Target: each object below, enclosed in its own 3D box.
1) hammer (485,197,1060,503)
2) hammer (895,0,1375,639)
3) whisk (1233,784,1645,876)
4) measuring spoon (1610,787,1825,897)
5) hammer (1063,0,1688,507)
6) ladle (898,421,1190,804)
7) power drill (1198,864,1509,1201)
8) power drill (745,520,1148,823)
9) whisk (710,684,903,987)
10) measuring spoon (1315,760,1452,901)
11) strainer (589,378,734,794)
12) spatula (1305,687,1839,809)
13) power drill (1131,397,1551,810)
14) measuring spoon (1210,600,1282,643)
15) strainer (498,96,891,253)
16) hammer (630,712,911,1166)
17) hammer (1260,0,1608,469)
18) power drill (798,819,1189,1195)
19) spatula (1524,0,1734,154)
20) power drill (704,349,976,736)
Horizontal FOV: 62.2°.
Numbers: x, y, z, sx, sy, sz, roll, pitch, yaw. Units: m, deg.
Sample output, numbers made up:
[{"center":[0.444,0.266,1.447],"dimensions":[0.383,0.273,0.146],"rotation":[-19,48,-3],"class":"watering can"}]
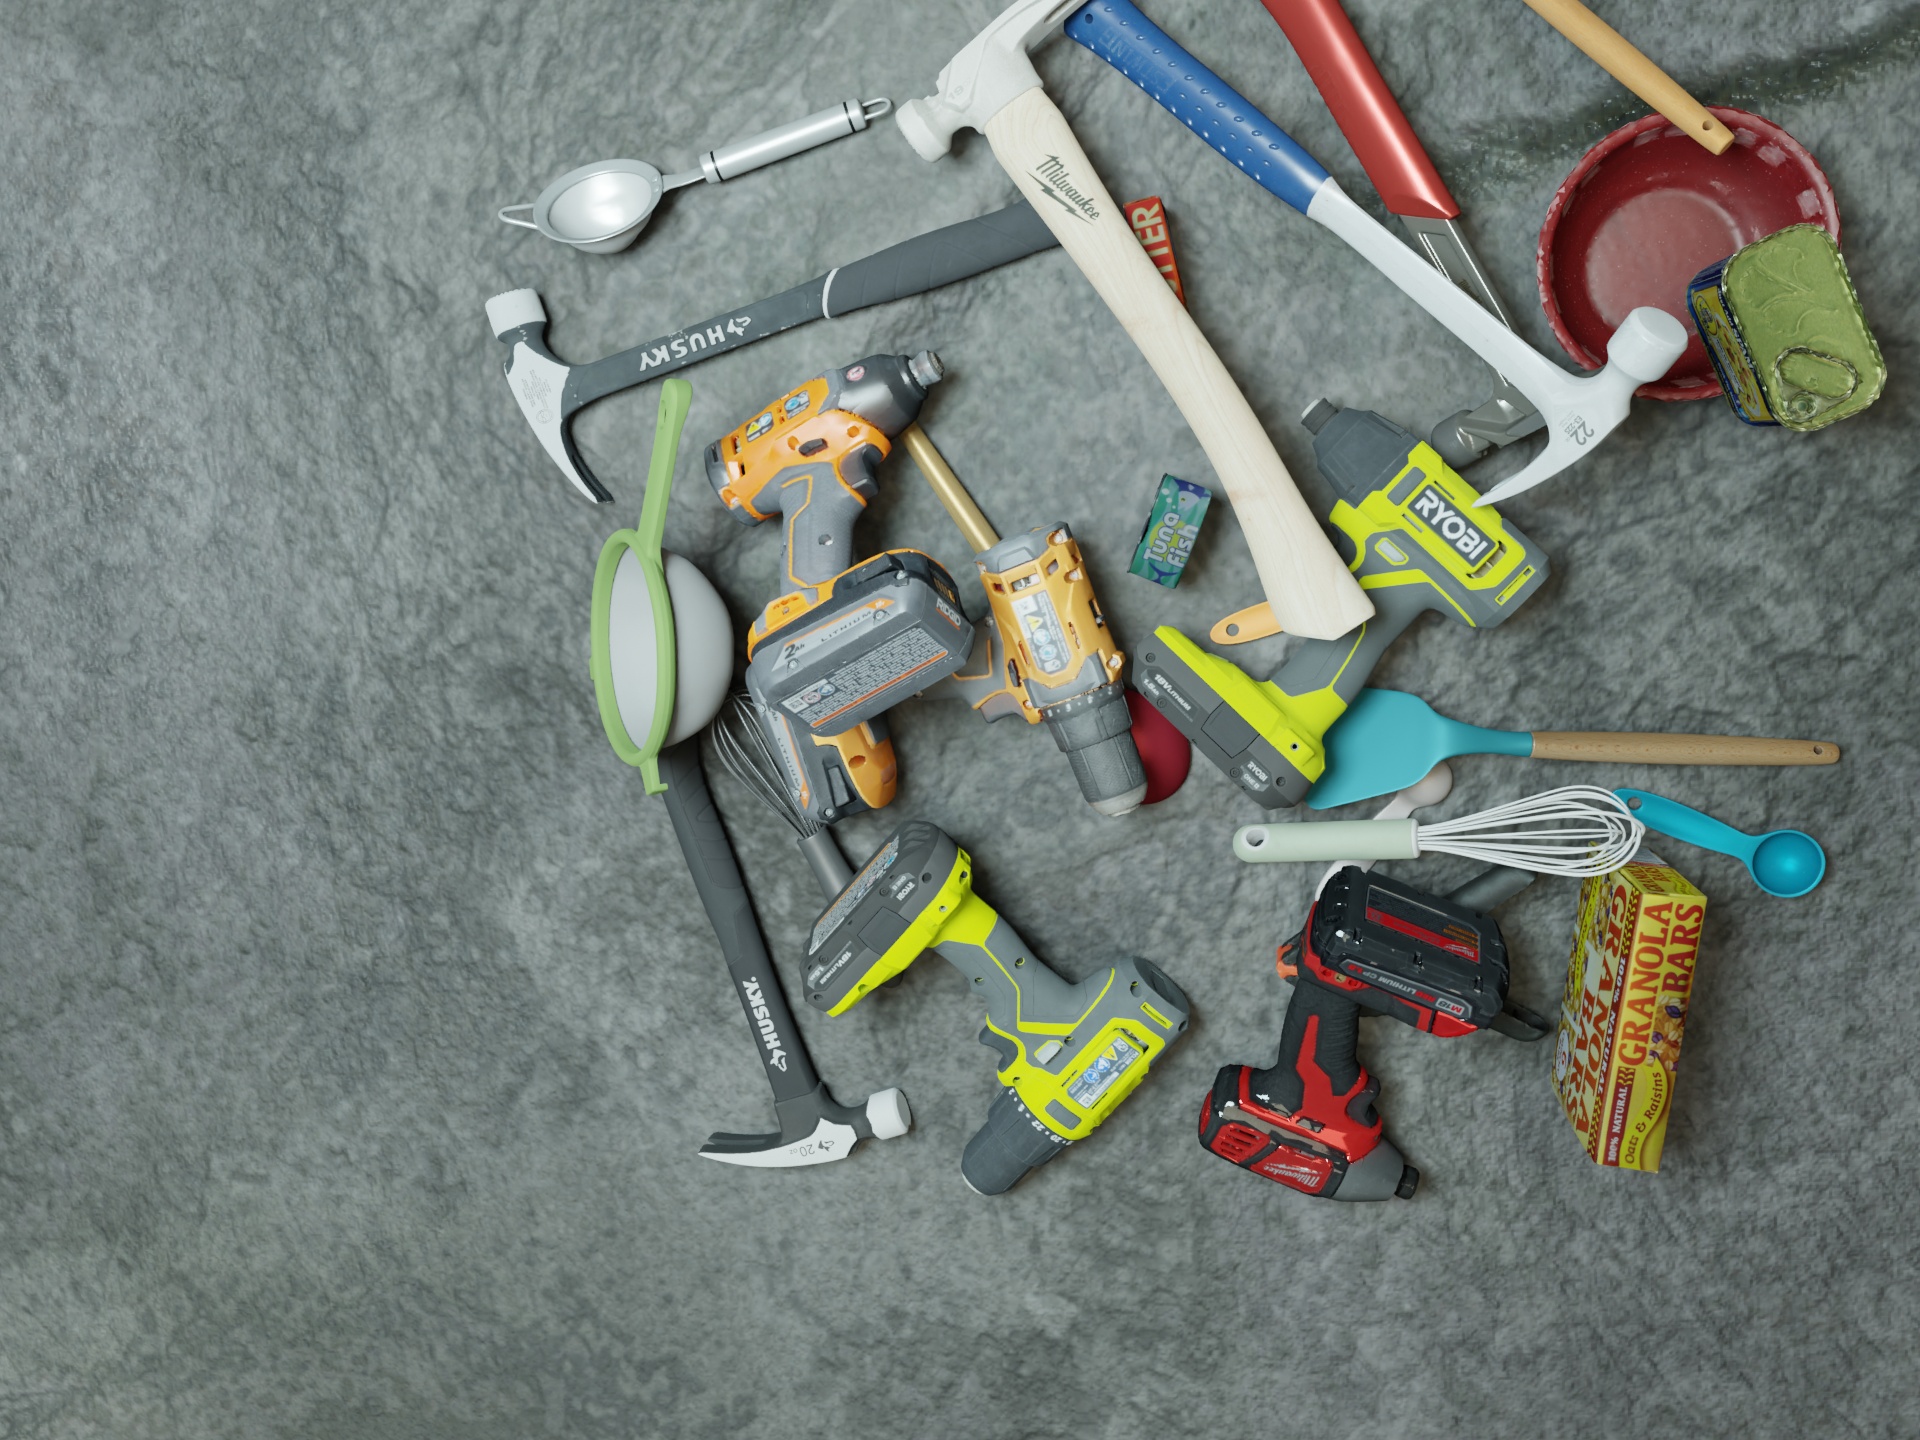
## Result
[{"center":[-0.099,-0.262,1.018],"dimensions":[0.409,0.036,0.149],"rotation":[-16,97,12],"class":"hammer"},{"center":[0.124,-0.231,0.920],"dimensions":[0.146,0.038,0.411],"rotation":[-34,84,22],"class":"hammer"},{"center":[0.289,0.073,0.983],"dimensions":[0.246,0.059,0.058],"rotation":[-4,63,24],"class":"whisk"},{"center":[0.467,0.069,0.986],"dimensions":[0.129,0.021,0.042],"rotation":[23,103,15],"class":"measuring spoon"},{"center":[0.211,-0.289,0.913],"dimensions":[0.406,0.035,0.144],"rotation":[45,141,15],"class":"hammer"},{"center":[0.044,-0.077,1.029],"dimensions":[0.069,0.031,0.315],"rotation":[-35,90,12],"class":"ladle"},{"center":[0.248,0.210,0.991],"dimensions":[0.143,0.079,0.219],"rotation":[22,122,6],"class":"power drill"},{"center":[-0.002,-0.003,1.008],"dimensions":[0.226,0.084,0.185],"rotation":[-20,96,19],"class":"power drill"},{"center":[-0.102,0.078,1.070],"dimensions":[0.055,0.055,0.239],"rotation":[-27,98,13],"class":"whisk"},{"center":[0.268,0.074,1.017],"dimensions":[0.034,0.018,0.124],"rotation":[37,104,2],"class":"measuring spoon"},{"center":[-0.173,-0.091,0.995],"dimensions":[0.069,0.152,0.256],"rotation":[-3,125,-29],"class":"strainer"},{"center":[0.374,0.017,0.982],"dimensions":[0.317,0.044,0.082],"rotation":[2,74,2],"class":"spatula"},{"center":[0.216,-0.071,0.964],"dimensions":[0.171,0.080,0.223],"rotation":[44,97,7],"class":"power drill"},{"center":[0.215,-0.071,1.009],"dimensions":[0.117,0.011,0.021],"rotation":[-18,88,16],"class":"measuring spoon"},{"center":[-0.165,-0.347,1.013],"dimensions":[0.258,0.050,0.087],"rotation":[-18,52,7],"class":"strainer"},{"center":[-0.158,0.150,1.094],"dimensions":[0.146,0.035,0.335],"rotation":[-19,95,11],"class":"hammer"},{"center":[0.256,-0.329,0.915],"dimensions":[0.149,0.036,0.359],"rotation":[-32,86,53],"class":"hammer"},{"center":[0.009,0.192,1.038],"dimensions":[0.228,0.080,0.190],"rotation":[39,102,-11],"class":"power drill"},{"center":[0.310,-0.428,0.896],"dimensions":[0.081,0.041,0.323],"rotation":[-45,74,13],"class":"spatula"},{"center":[-0.064,-0.121,0.956],"dimensions":[0.164,0.084,0.227],"rotation":[-28,53,17],"class":"power drill"}]
